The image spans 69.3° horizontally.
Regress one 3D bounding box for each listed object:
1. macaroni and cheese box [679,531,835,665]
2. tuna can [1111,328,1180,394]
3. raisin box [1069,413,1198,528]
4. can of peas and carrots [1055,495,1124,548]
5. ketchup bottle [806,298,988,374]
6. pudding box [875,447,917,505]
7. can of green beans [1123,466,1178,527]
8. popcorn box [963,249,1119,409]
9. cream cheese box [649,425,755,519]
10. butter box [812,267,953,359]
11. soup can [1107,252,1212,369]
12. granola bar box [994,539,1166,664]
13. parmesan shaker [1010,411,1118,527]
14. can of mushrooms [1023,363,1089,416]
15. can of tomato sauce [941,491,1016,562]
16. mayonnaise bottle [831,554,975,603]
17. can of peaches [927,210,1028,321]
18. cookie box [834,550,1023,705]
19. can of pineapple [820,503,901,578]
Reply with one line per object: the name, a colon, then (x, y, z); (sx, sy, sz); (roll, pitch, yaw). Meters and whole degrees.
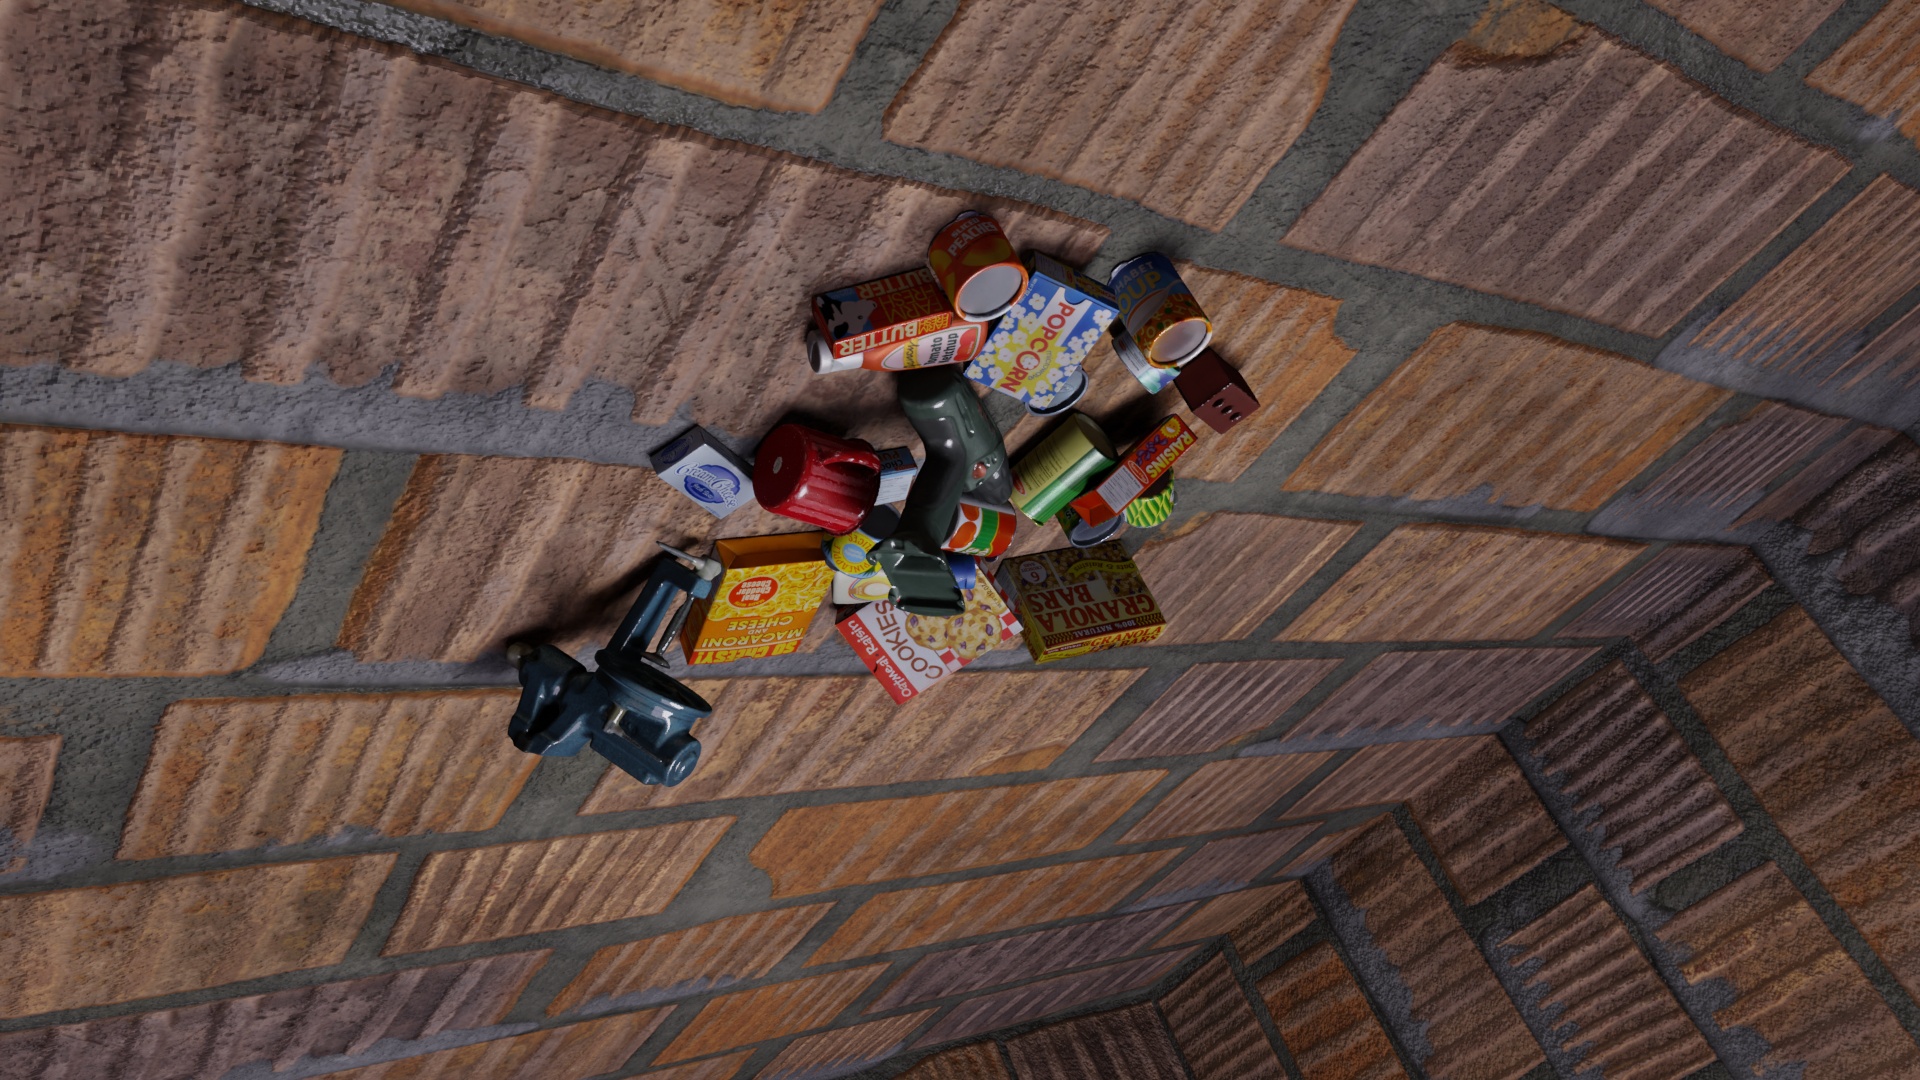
macaroni and cheese box: (-0.205, 0.061, 1.409); (0.124, 0.040, 0.165); (-5, 144, -31)
tuna can: (0.177, -0.173, 1.312); (0.032, 0.071, 0.071); (-38, 148, 19)
raisin box: (0.177, -0.072, 1.427); (0.124, 0.040, 0.086); (-42, -178, -14)
can of peas and carrots: (0.134, -0.035, 1.501); (0.071, 0.059, 0.070); (-19, 148, -12)
ketchup bottle: (-0.054, -0.169, 1.166); (0.149, 0.044, 0.064); (-12, 153, -22)
pudding box: (-0.087, -0.057, 1.327); (0.084, 0.030, 0.049); (-12, 148, -23)
can of green beans: (0.199, -0.057, 1.510); (0.071, 0.071, 0.057); (-23, 149, -6)
popcorn box: (0.068, -0.181, 1.213); (0.085, 0.038, 0.126); (22, 130, -19)
cream cheese box: (-0.222, -0.059, 1.227); (0.053, 0.024, 0.103); (-33, 149, 9)
butter box: (-0.063, -0.184, 1.125); (0.104, 0.053, 0.024); (-17, 150, -15)
soup can: (0.176, -0.206, 1.243); (0.071, 0.084, 0.071); (-19, 149, -12)
granola bar box: (0.138, 0.069, 1.599); (0.166, 0.124, 0.038); (-9, 147, -27)
parmesan shaker: (0.103, -0.072, 1.407); (0.102, 0.071, 0.071); (-40, 147, 23)
can of mushrooms: (0.086, -0.152, 1.309); (0.071, 0.033, 0.070); (-18, 149, -12)
can of tomato sauce: (0.005, -0.018, 1.419); (0.083, 0.071, 0.071); (10, 134, -45)
mayonnaise bottle: (-0.060, 0.035, 1.441); (0.148, 0.041, 0.064); (-2, 138, -8)
can of peaches: (0.014, -0.221, 1.122); (0.071, 0.058, 0.071); (-19, 150, -12)
cookie box: (-0.034, 0.087, 1.513); (0.167, 0.040, 0.122); (-32, 109, 11)
can of pineapple: (-0.096, -0.004, 1.363); (0.071, 0.071, 0.057); (0, 140, -37)
